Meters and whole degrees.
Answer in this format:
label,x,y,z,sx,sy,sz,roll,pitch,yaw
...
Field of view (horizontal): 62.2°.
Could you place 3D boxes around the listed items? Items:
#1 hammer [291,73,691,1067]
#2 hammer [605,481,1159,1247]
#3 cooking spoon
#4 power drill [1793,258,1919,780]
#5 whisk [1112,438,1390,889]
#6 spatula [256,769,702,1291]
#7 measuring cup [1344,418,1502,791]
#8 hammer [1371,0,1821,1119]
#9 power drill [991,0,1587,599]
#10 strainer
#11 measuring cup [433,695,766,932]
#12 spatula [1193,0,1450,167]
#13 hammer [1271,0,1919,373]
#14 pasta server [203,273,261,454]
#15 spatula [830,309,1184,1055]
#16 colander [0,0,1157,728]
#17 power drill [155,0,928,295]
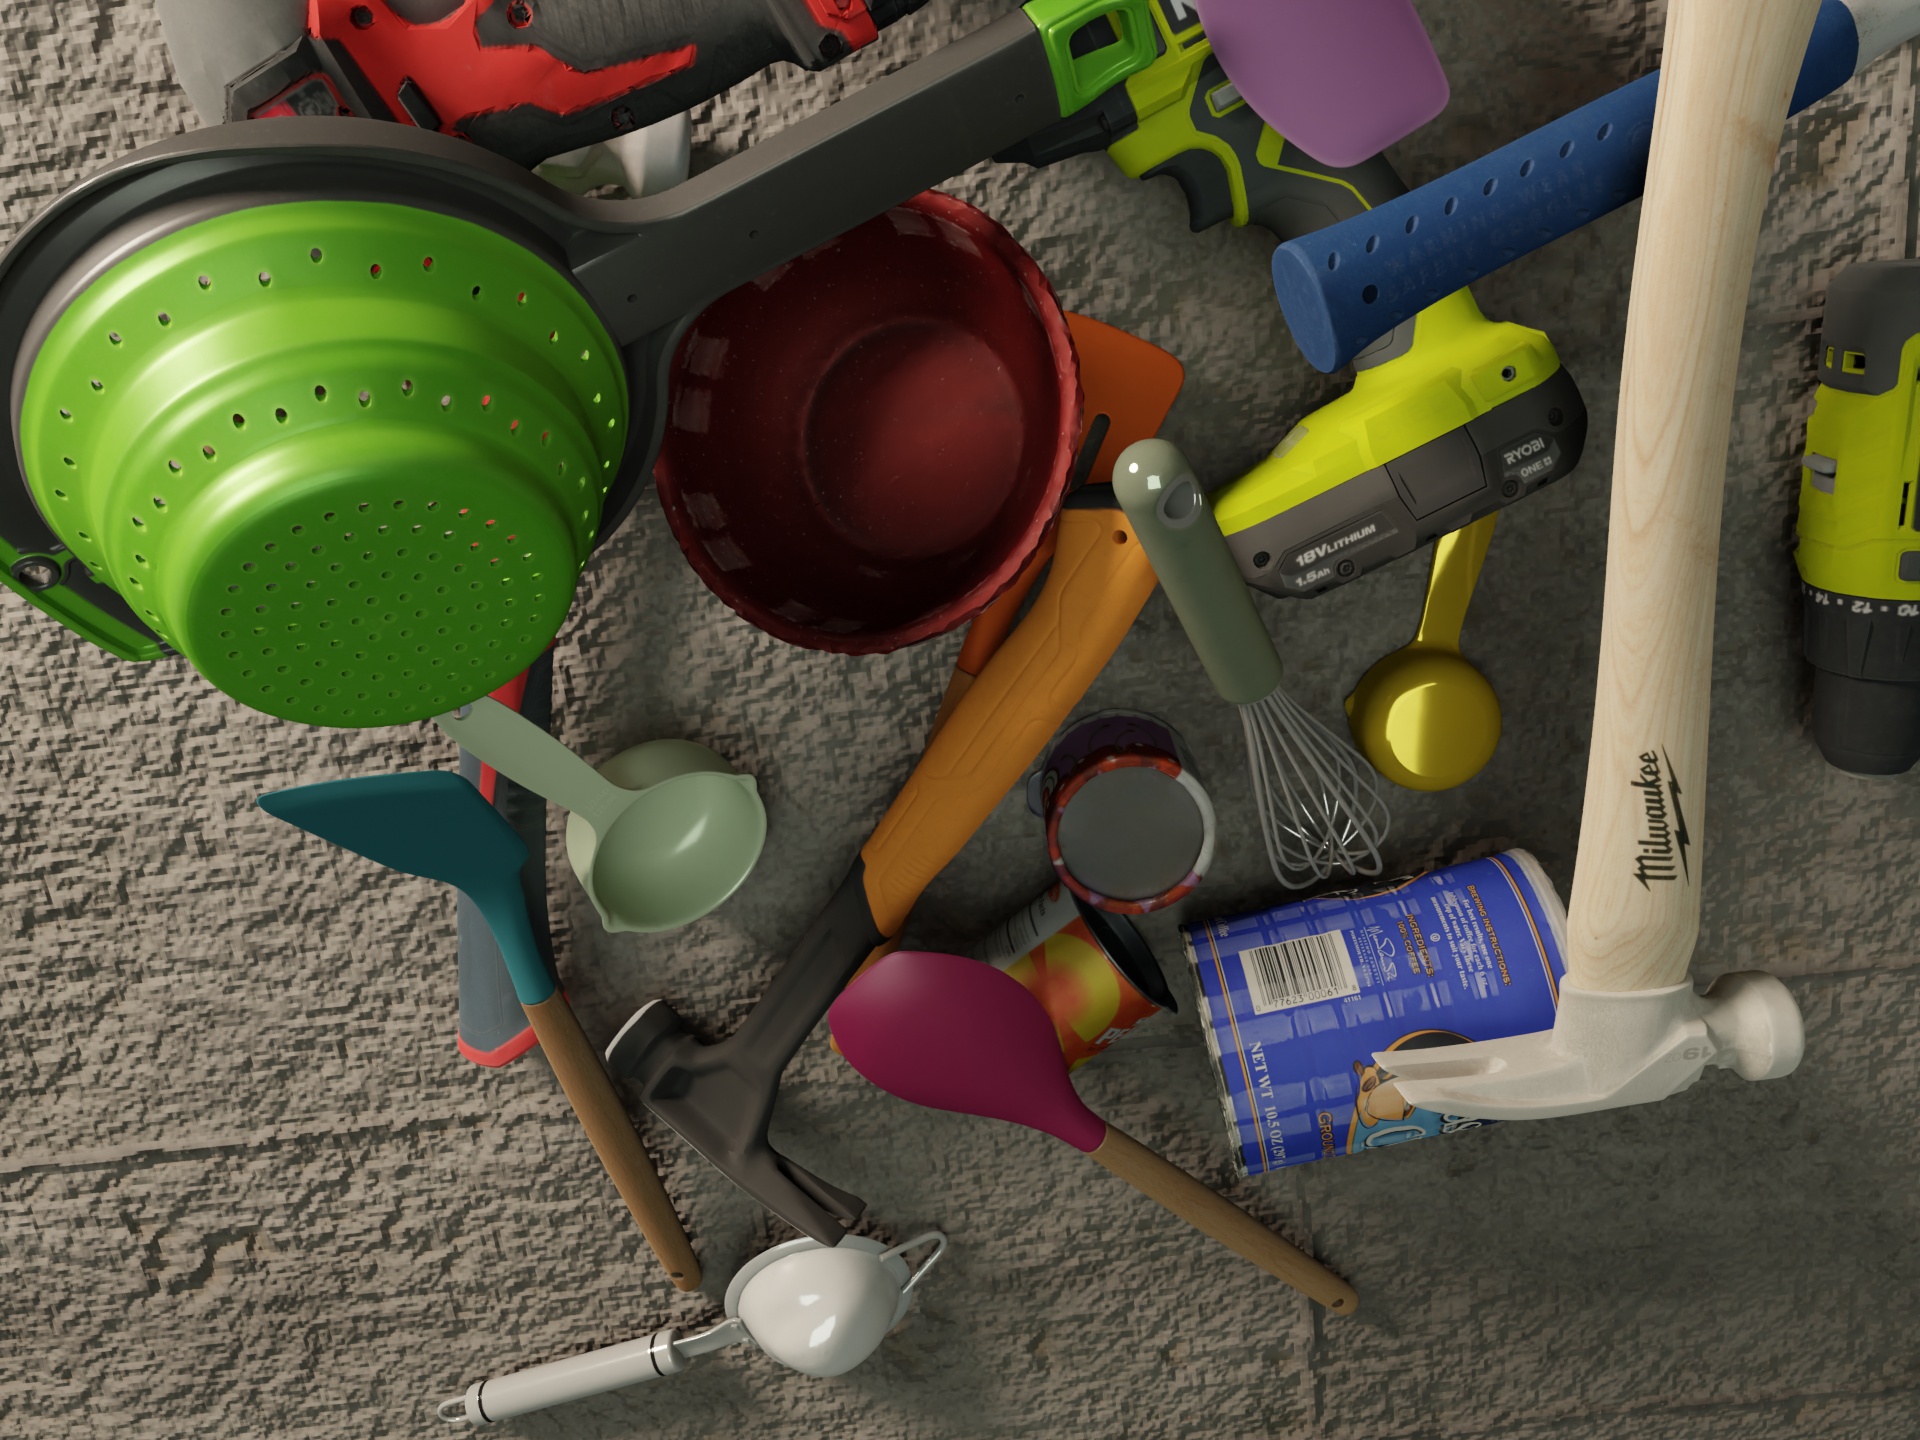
label,x,y,z,sx,sy,sz,roll,pitch,yaw
hammer,-0.188,-0.041,0.606,0.143,0.038,0.386,3,111,-14
hammer,-0.015,0.055,0.607,0.127,0.034,0.336,39,114,9
cooking spoon,0.071,0.180,0.651,0.068,0.017,0.318,-44,121,13
power drill,0.426,-0.074,0.581,0.228,0.080,0.190,-3,108,4
whisk,0.105,-0.011,0.566,0.058,0.059,0.246,-45,136,-9
spatula,-0.165,0.136,0.639,0.082,0.044,0.317,-8,123,15
measuring cup,0.193,-0.046,0.616,0.062,0.029,0.156,8,107,-2
hammer,0.210,-0.062,0.492,0.146,0.038,0.410,-5,109,-9
power drill,0.105,-0.163,0.552,0.171,0.080,0.223,-26,100,8
strainer,-0.125,0.289,0.728,0.258,0.050,0.086,-19,124,11
measuring cup,-0.141,0.022,0.597,0.083,0.038,0.167,-47,137,0
spatula,0.054,-0.315,0.492,0.060,0.018,0.316,-29,91,6
hammer,0.282,-0.223,0.496,0.405,0.035,0.144,-27,119,-4
pasta server,-0.258,-0.180,0.579,0.060,0.040,0.316,16,112,-5
spatula,-0.001,-0.002,0.638,0.081,0.041,0.322,17,112,-5
colander,-0.106,-0.101,0.474,0.397,0.095,0.204,-27,147,1
power drill,-0.128,-0.225,0.484,0.219,0.079,0.143,-31,117,4
